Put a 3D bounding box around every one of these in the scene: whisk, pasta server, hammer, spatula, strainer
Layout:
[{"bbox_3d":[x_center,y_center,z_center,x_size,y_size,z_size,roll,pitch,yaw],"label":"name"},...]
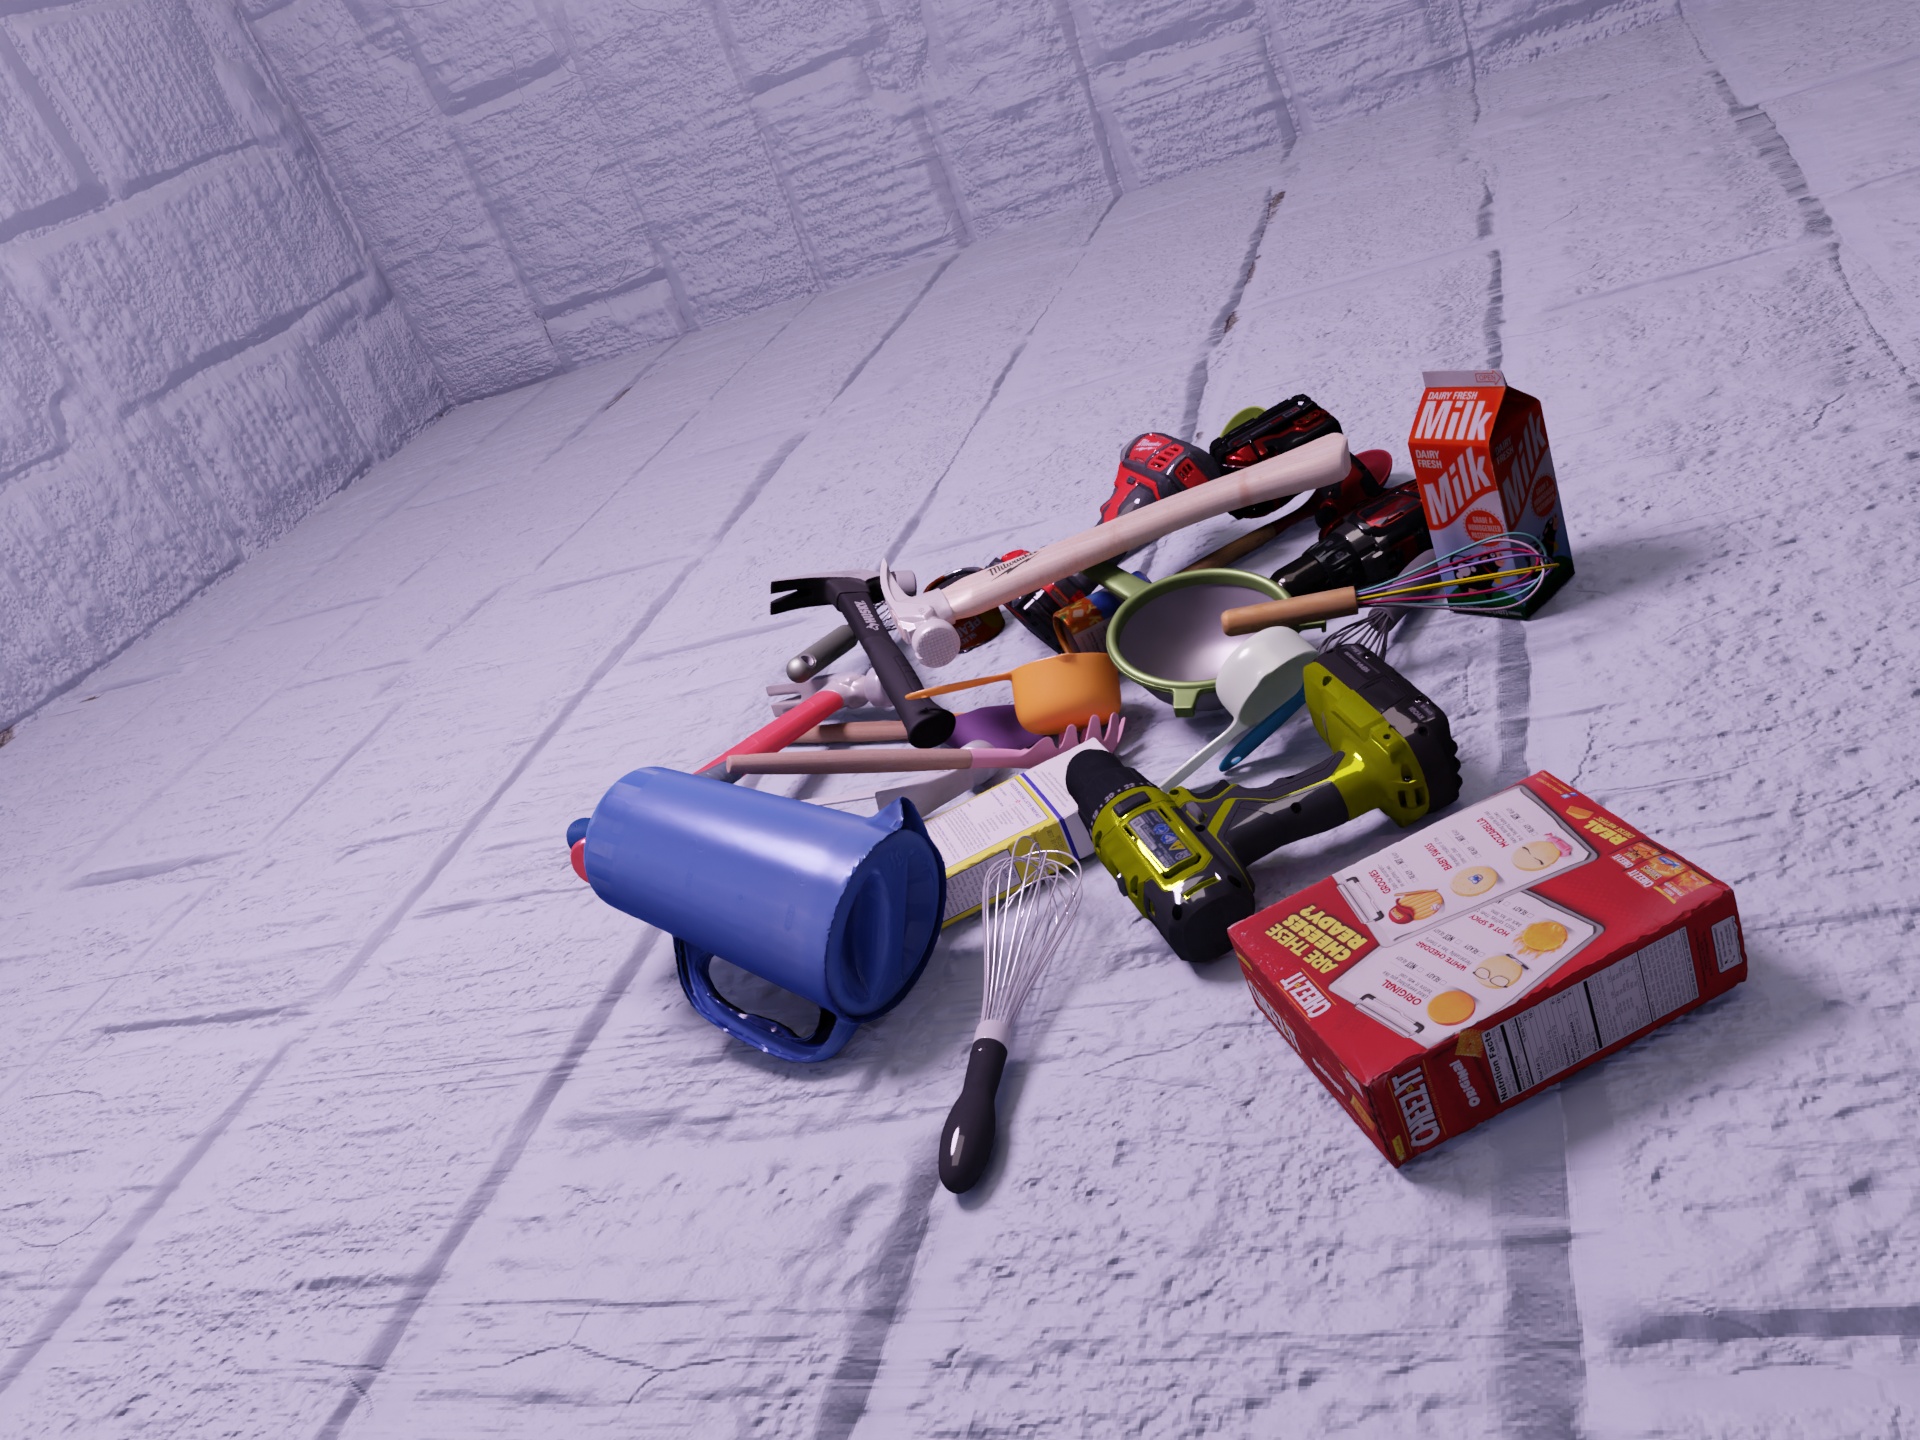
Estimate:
[{"bbox_3d":[0.331,-0.076,1.239,0.055,0.055,0.239,1,30,40],"label":"whisk"},{"bbox_3d":[-0.020,0.022,1.195,0.316,0.040,0.060,-1,-13,-21],"label":"pasta server"},{"bbox_3d":[-0.202,0.038,1.335,0.143,0.038,0.386,-7,18,31],"label":"hammer"},{"bbox_3d":[-0.172,0.077,1.328,0.405,0.035,0.144,-10,10,30],"label":"hammer"},{"bbox_3d":[0.025,0.176,0.995,0.070,0.070,0.285,-11,33,23],"label":"whisk"},{"bbox_3d":[0.133,-0.160,1.334,0.410,0.038,0.146,-22,34,-7],"label":"hammer"},{"bbox_3d":[-0.054,0.010,1.407,0.316,0.018,0.060,-2,45,36],"label":"spatula"},{"bbox_3d":[0.315,-0.095,1.177,0.245,0.051,0.047,-10,28,14],"label":"whisk"},{"bbox_3d":[0.166,-0.073,1.296,0.151,0.069,0.257,-32,40,-18],"label":"strainer"},{"bbox_3d":[-0.108,-0.084,1.552,0.059,0.058,0.246,-53,-5,30],"label":"whisk"},{"bbox_3d":[-0.075,-0.062,1.423,0.146,0.035,0.335,-4,27,-16],"label":"hammer"}]

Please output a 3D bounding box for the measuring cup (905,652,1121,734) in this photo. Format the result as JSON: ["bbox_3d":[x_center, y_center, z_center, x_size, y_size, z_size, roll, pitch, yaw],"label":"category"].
[{"bbox_3d":[0.045,-0.012,1.278,0.173,0.052,0.095,-10,-11,-1],"label":"measuring cup"}]

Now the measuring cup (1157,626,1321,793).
[{"bbox_3d":[0.187,-0.004,1.157,0.167,0.083,0.038,-43,63,14],"label":"measuring cup"}]

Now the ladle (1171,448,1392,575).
[{"bbox_3d":[0.267,-0.165,1.472,0.315,0.031,0.069,-29,31,-9],"label":"ladle"}]

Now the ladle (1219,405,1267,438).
[{"bbox_3d":[0.197,-0.213,1.588,0.320,0.062,0.078,-35,28,-18],"label":"ladle"}]

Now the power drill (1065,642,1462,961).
[{"bbox_3d":[0.193,0.042,1.057,0.228,0.080,0.191,-27,38,-7],"label":"power drill"}]

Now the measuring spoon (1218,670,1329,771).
[{"bbox_3d":[0.238,0.001,1.145,0.128,0.042,0.021,-44,53,21],"label":"measuring spoon"}]

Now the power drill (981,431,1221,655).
[{"bbox_3d":[0.128,-0.174,1.459,0.219,0.078,0.143,-46,27,1],"label":"power drill"}]

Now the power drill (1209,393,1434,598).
[{"bbox_3d":[0.305,-0.183,1.393,0.188,0.080,0.227,-30,40,-6],"label":"power drill"}]

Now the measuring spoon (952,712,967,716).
[{"bbox_3d":[-0.002,-0.004,1.400,0.117,0.011,0.021,1,35,39],"label":"measuring spoon"}]
